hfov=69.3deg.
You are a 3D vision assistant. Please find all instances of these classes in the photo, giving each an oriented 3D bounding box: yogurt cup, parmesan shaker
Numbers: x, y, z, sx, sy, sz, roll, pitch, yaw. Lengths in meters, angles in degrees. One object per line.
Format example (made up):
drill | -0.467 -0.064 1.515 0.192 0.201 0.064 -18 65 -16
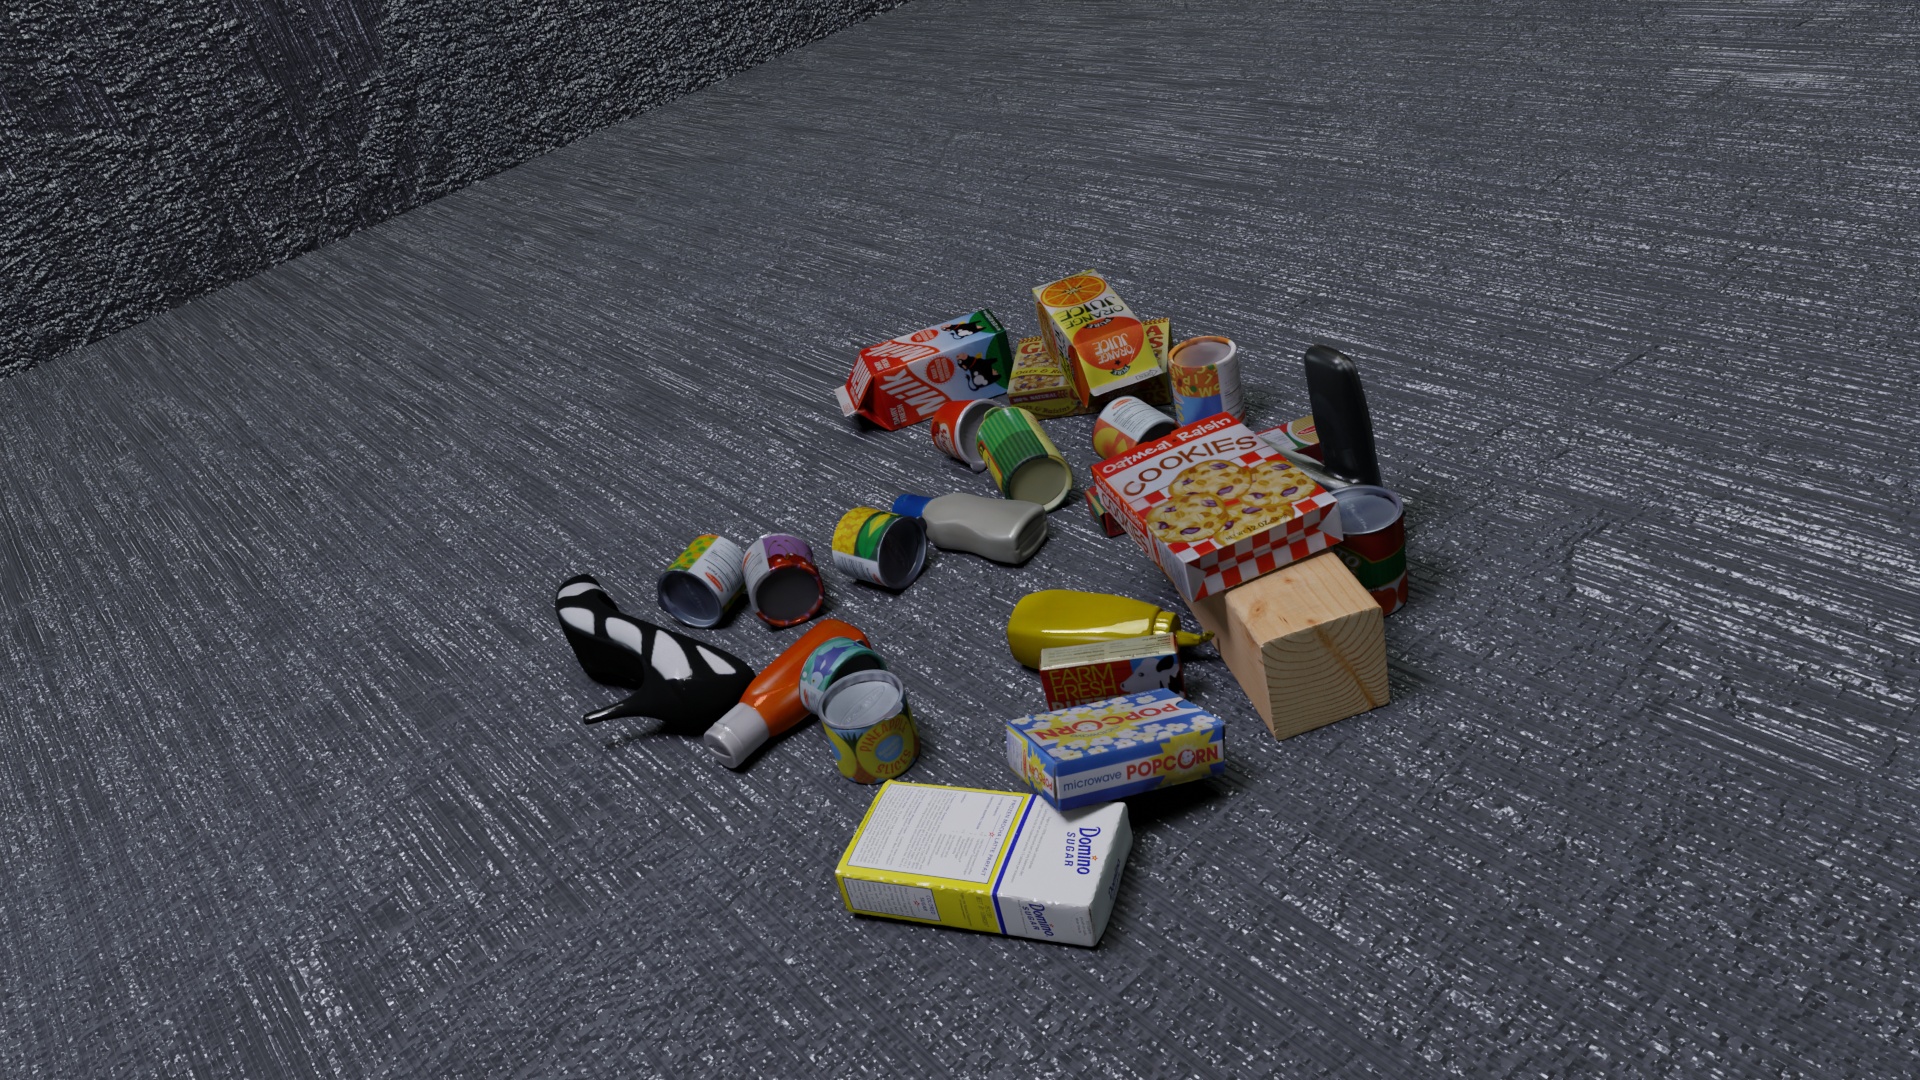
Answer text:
yogurt cup | 0.007 -0.110 1.393 0.073 0.072 0.054 -35 29 -28
parmesan shaker | 0.058 -0.077 1.312 0.071 0.071 0.103 -18 33 -5

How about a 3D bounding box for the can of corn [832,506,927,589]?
can of corn | -0.071 0.004 1.244 0.058 0.071 0.071 13 41 37

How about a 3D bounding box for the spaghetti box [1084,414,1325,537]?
spaghetti box | 0.237 -0.063 1.255 0.250 0.028 0.050 -18 32 -6

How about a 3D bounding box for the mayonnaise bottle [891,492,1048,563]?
mayonnaise bottle | 0.005 -0.016 1.270 0.148 0.041 0.065 10 39 36

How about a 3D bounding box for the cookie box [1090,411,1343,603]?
cookie box | 0.188 -0.031 1.046 0.123 0.040 0.168 -22 33 -8

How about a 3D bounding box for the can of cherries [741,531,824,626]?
can of cherries | -0.155 0.035 1.235 0.071 0.071 0.058 -19 32 -7

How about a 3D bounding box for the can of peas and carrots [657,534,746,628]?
can of peas and carrots | -0.233 0.037 1.262 0.071 0.070 0.059 3 36 26

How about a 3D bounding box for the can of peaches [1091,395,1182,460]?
can of peaches | 0.166 -0.092 1.295 0.071 0.071 0.058 -29 40 -21

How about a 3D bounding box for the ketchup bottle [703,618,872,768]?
ketchup bottle | -0.140 0.122 1.114 0.065 0.043 0.149 10 40 44

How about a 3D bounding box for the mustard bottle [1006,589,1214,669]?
mustard bottle | 0.118 0.073 1.078 0.160 0.048 0.066 3 37 25

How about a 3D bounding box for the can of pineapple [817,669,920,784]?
can of pineapple | -0.067 0.141 1.041 0.071 0.057 0.071 -11 33 7

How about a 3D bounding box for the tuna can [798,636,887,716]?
tuna can | -0.089 0.110 1.090 0.071 0.070 0.033 -36 39 -30

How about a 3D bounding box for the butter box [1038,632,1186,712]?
butter box | 0.113 0.101 1.034 0.103 0.053 0.024 -9 35 11

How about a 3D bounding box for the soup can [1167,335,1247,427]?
soup can | 0.234 -0.145 1.331 0.071 0.083 0.072 -11 32 7

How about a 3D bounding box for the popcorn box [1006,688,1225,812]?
popcorn box | 0.105 0.140 0.945 0.127 0.038 0.085 -9 13 -18

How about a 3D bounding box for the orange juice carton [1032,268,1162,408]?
orange juice carton | 0.136 -0.196 1.387 0.072 0.072 0.193 -18 34 -4

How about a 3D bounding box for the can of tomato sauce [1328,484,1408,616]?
can of tomato sauce | 0.306 0.010 1.065 0.071 0.082 0.071 -11 32 7

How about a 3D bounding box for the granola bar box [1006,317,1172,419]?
granola bar box | 0.140 -0.180 1.466 0.165 0.039 0.125 -6 34 14

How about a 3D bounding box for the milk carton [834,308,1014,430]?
milk carton | -0.041 -0.180 1.508 0.191 0.073 0.072 -19 33 -5
